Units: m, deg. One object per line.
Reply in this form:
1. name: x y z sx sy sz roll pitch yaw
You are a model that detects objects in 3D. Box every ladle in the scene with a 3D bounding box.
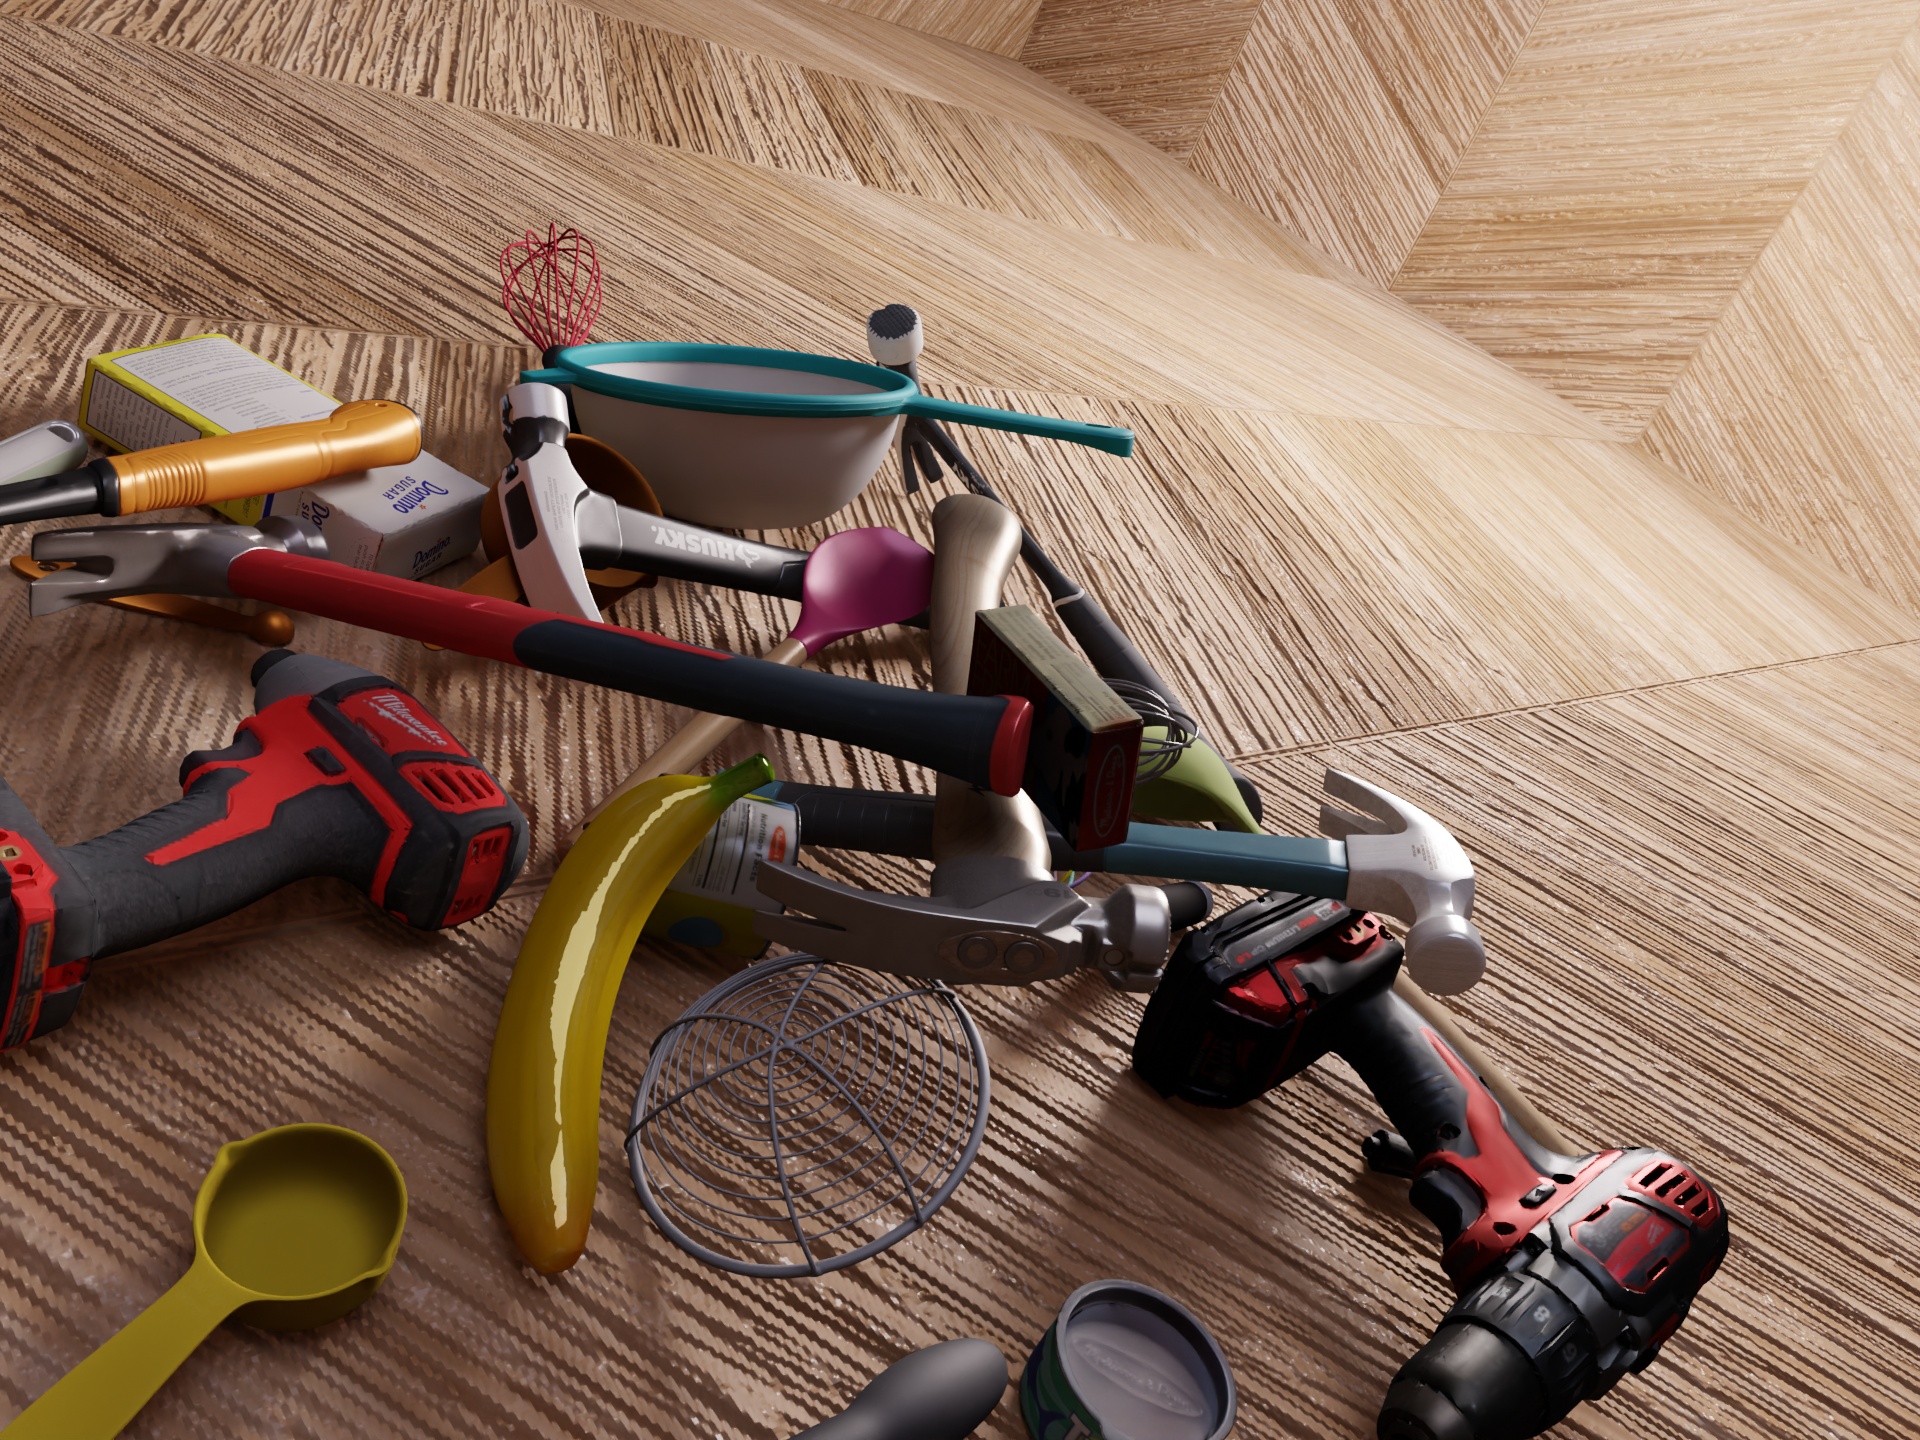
1. ladle: 0.180 0.114 0.788 0.320 0.062 0.078 48 1 30

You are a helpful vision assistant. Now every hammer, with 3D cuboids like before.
1. hammer: -0.313 -0.095 0.628 0.127 0.034 0.337 12 19 12
2. hammer: -0.005 -0.019 0.727 0.146 0.038 0.411 7 28 -6
3. hammer: 0.056 -0.084 0.987 0.036 0.149 0.409 -28 60 -12
4. hammer: 0.049 0.053 0.688 0.331 0.033 0.128 5 27 9
5. hammer: -0.162 -0.027 0.615 0.386 0.038 0.143 13 13 17
6. hammer: -0.091 -0.074 0.858 0.334 0.035 0.146 8 62 -47

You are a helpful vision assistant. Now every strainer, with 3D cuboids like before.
1. strainer: -0.072 -0.153 0.936 0.340 0.095 0.211 11 20 9

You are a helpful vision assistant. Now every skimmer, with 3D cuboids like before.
1. skimmer: 0.016 0.126 0.664 0.127 0.090 0.363 22 13 29

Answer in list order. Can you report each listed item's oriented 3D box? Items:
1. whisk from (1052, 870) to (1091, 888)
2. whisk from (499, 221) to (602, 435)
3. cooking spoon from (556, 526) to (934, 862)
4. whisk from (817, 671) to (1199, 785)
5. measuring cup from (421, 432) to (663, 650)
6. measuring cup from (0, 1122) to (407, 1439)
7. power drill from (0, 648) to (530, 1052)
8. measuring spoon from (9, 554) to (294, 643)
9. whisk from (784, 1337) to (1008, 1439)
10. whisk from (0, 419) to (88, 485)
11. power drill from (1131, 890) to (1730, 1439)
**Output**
1. whisk: 0.042 0.034 0.834 0.051 0.047 0.245 25 24 -5
2. whisk: -0.263 -0.246 1.043 0.073 0.073 0.296 10 38 -26
3. cooking spoon: -0.094 -0.022 0.773 0.069 0.017 0.319 32 40 8
4. whisk: -0.001 -0.004 0.795 0.239 0.055 0.055 7 27 9
5. measuring cup: -0.218 -0.074 0.784 0.095 0.052 0.174 52 41 -14
6. measuring cup: -0.214 0.172 0.424 0.062 0.029 0.156 31 41 11
7. power drill: -0.275 0.030 0.552 0.143 0.078 0.219 39 29 24
8. measuring spoon: -0.352 -0.056 0.696 0.117 0.011 0.021 16 30 -17
9. whisk: -0.078 0.220 0.414 0.284 0.070 0.070 -4 40 -50
10. whisk: -0.429 -0.083 0.647 0.057 0.059 0.246 33 22 -12
11. power drill: 0.172 0.177 0.637 0.188 0.080 0.227 -20 50 -37
